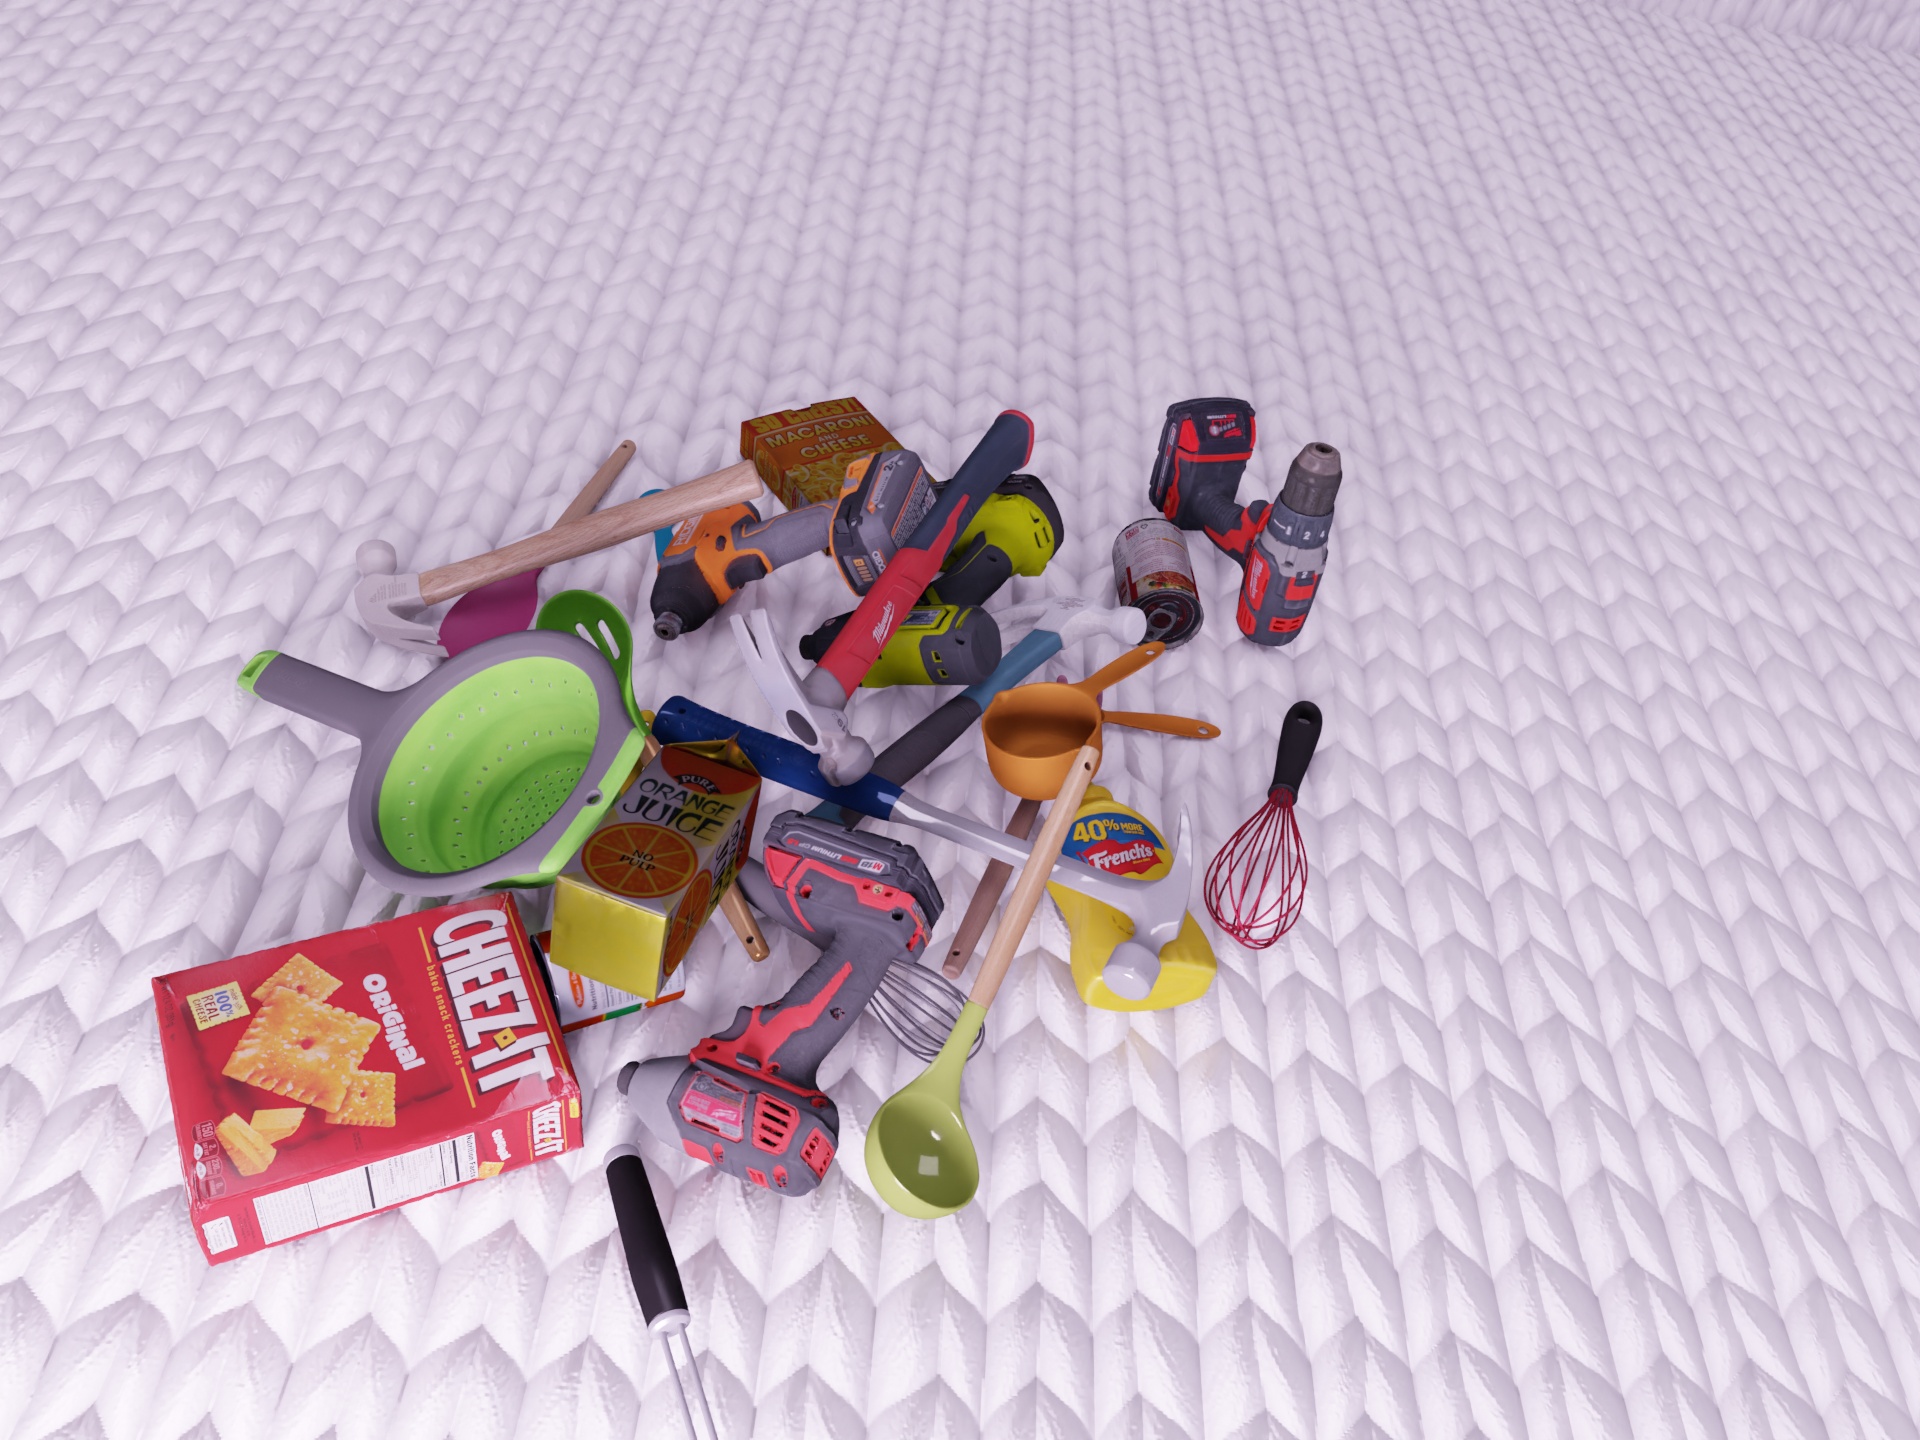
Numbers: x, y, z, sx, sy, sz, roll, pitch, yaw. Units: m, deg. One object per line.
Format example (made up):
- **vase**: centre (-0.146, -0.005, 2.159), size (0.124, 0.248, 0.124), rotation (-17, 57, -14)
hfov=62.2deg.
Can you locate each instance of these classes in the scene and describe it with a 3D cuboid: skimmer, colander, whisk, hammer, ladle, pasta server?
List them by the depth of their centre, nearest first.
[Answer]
- **skimmer**: centre (-0.134, 0.384, 0.834), size (0.127, 0.090, 0.364), rotation (-16, 40, -16)
- **ladle**: centre (0.027, 0.155, 0.994), size (0.078, 0.062, 0.320), rotation (33, 70, -20)
- **whisk**: centre (-0.081, 0.154, 1.069), size (0.239, 0.055, 0.055), rotation (32, 48, 27)
- **hammer**: centre (-0.031, 0.060, 1.112), size (0.405, 0.035, 0.144), rotation (20, 53, 17)
- **colander**: centre (-0.363, 0.026, 1.113), size (0.397, 0.094, 0.204), rotation (17, 65, 33)
- **pasta server**: centre (0.043, 0.071, 1.165), size (0.060, 0.040, 0.316), rotation (7, 37, 19)
- **hammer**: centre (-0.038, -0.132, 1.178), size (0.038, 0.143, 0.386), rotation (-7, 36, 36)
- **whisk**: centre (0.241, 0.068, 1.211), size (0.073, 0.073, 0.296), rotation (20, 39, 9)
- **hammer**: centre (-0.002, -0.004, 1.226), size (0.128, 0.033, 0.331), rotation (14, 43, 43)
- **hammer**: centre (-0.316, -0.139, 1.262), size (0.331, 0.031, 0.130), rotation (-19, 50, -4)

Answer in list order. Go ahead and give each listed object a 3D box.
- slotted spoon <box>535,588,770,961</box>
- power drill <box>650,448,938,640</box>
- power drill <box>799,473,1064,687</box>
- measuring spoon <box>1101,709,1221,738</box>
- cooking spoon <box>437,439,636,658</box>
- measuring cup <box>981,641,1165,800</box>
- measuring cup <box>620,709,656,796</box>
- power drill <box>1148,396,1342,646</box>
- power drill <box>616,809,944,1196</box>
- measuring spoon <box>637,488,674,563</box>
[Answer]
- **slotted spoon**: centre (-0.214, 0.037, 1.124), size (0.070, 0.031, 0.314), rotation (-34, 70, 4)
- **power drill**: centre (-0.141, -0.133, 1.273), size (0.226, 0.084, 0.164), rotation (-8, 39, 24)
- **power drill**: centre (-0.021, -0.110, 1.305), size (0.171, 0.080, 0.223), rotation (1, 39, 30)
- **measuring spoon**: centre (0.155, 0.004, 1.291), size (0.117, 0.011, 0.021), rotation (7, 45, -9)
- **cooking spoon**: centre (-0.344, -0.148, 1.341), size (0.069, 0.017, 0.319), rotation (12, 44, 10)
- **measuring cup**: centre (0.093, -0.002, 1.186), size (0.173, 0.052, 0.095), rotation (-32, 44, -29)
- **measuring cup**: centre (-0.243, 0.052, 1.152), size (0.062, 0.029, 0.157), rotation (9, 42, -2)
- **power drill**: centre (0.255, -0.199, 1.394), size (0.080, 0.187, 0.227), rotation (-6, 43, -18)
- **power drill**: centre (-0.111, 0.173, 0.988), size (0.143, 0.078, 0.220), rotation (14, 60, 24)
- **measuring spoon**: centre (-0.253, -0.160, 1.367), size (0.042, 0.021, 0.129), rotation (-6, 47, -17)
